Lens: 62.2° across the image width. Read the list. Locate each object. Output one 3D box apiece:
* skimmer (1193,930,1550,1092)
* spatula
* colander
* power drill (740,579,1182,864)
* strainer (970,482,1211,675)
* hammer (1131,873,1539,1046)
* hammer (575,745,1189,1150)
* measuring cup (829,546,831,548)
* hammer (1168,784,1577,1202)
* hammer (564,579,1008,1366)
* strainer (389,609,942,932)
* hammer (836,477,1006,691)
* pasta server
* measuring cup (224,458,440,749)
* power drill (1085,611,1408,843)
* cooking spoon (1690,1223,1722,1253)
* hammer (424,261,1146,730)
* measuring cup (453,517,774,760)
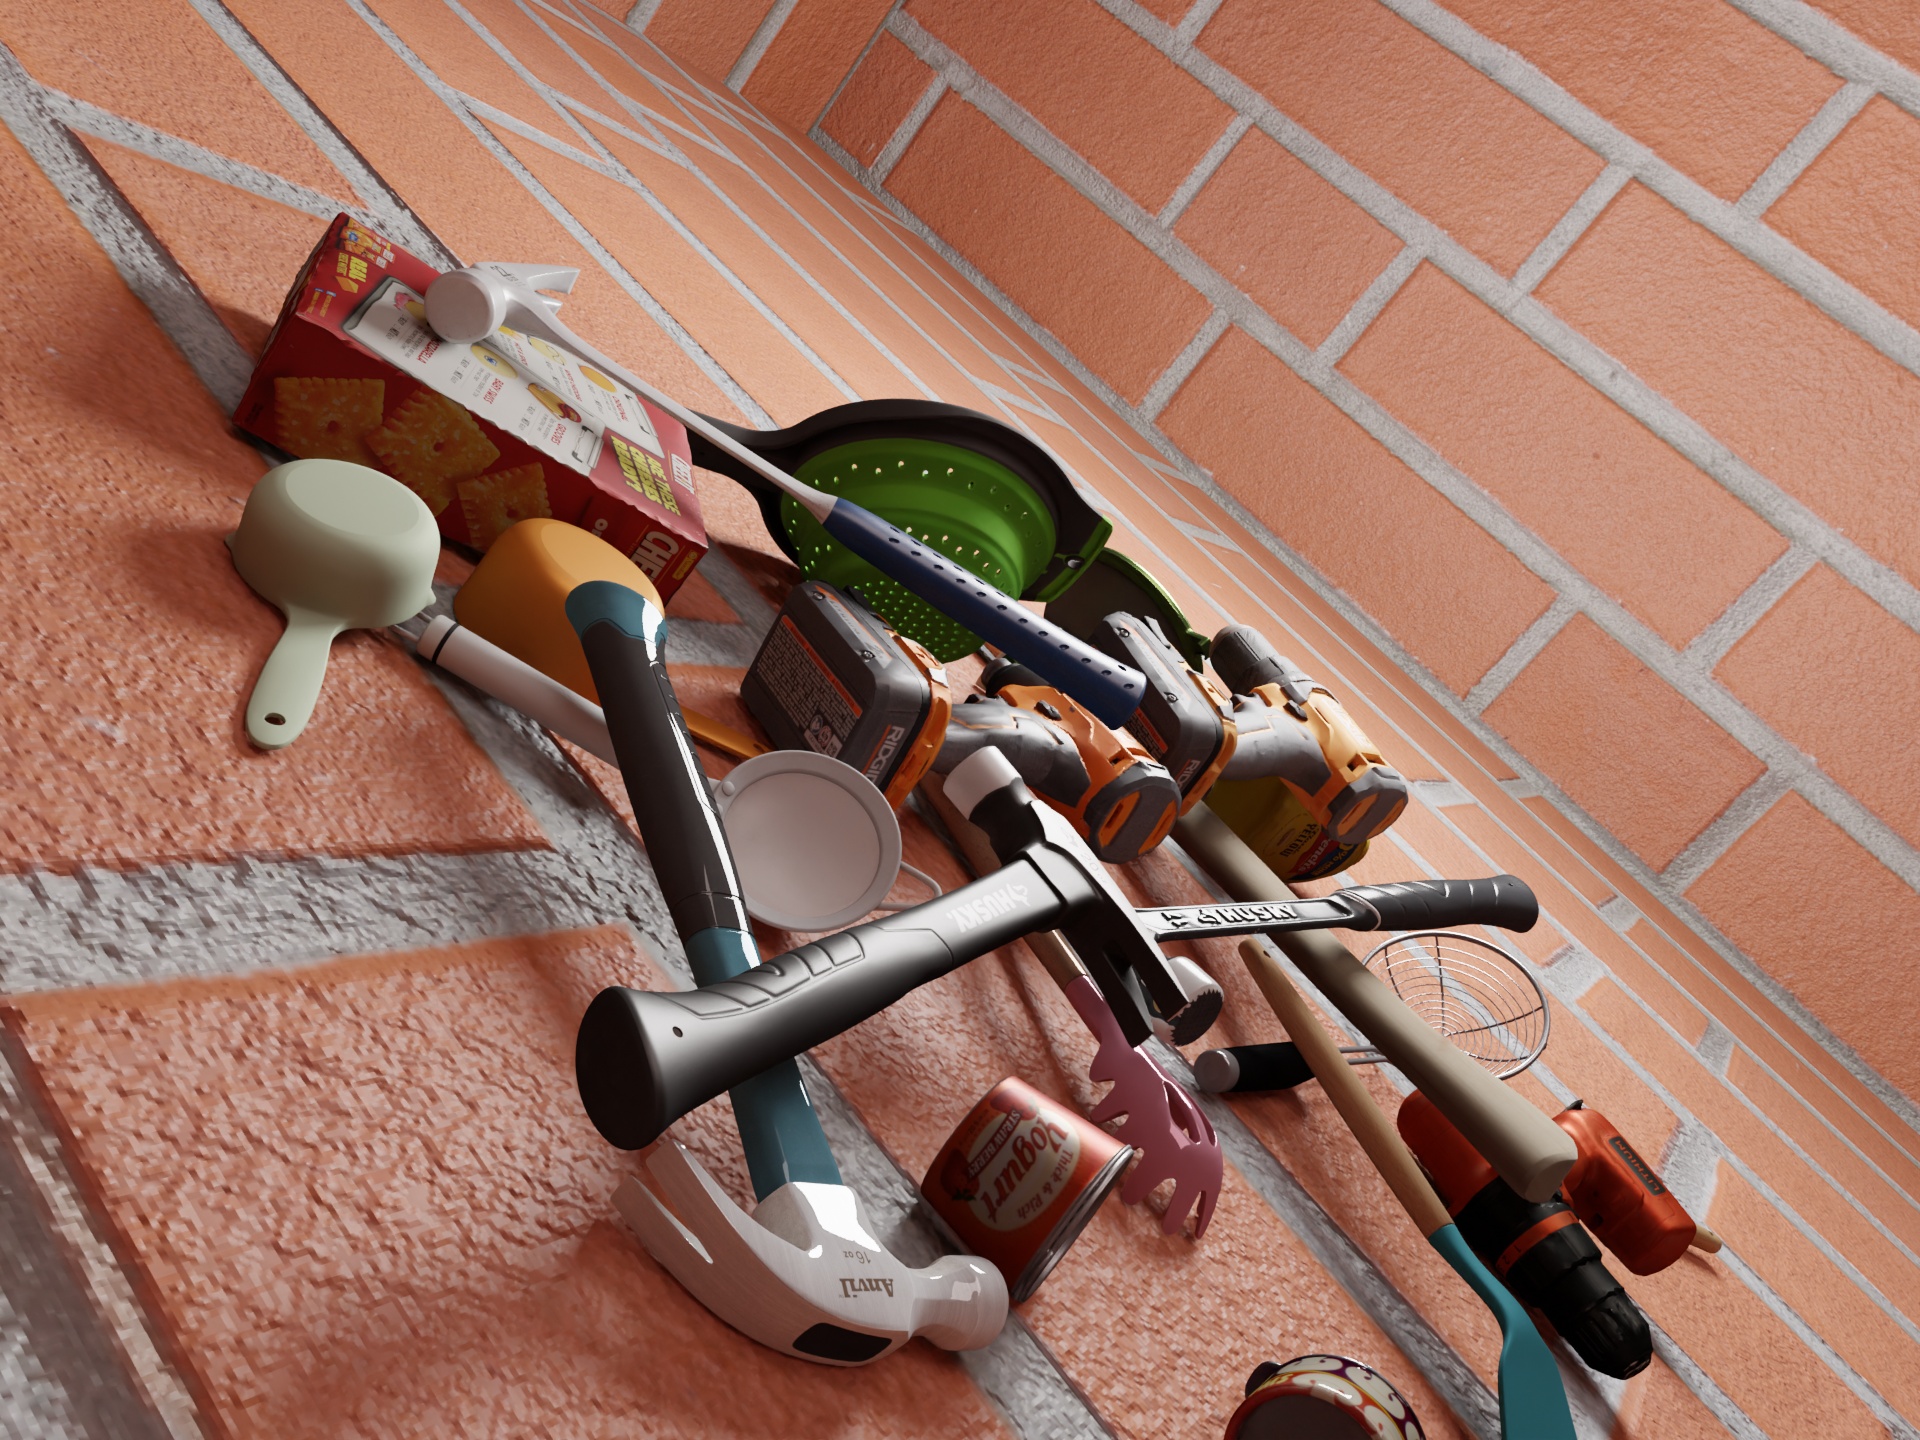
[{"bbox_3d":[0.247,0.175,0.950,0.127,0.090,0.363,35,14,35],"label":"skimmer"},{"bbox_3d":[0.212,0.235,0.780,0.082,0.044,0.318,19,30,-42],"label":"spatula"},{"bbox_3d":[-0.105,-0.122,0.967,0.397,0.204,0.095,17,59,-15],"label":"colander"},{"bbox_3d":[-0.001,-0.003,0.868,0.226,0.084,0.164,15,23,-40],"label":"power drill"},{"bbox_3d":[0.075,-0.094,1.242,0.256,0.069,0.151,46,-23,9],"label":"strainer"},{"bbox_3d":[0.203,0.105,0.886,0.408,0.036,0.149,3,28,-42],"label":"hammer"},{"bbox_3d":[-0.018,0.089,0.579,0.146,0.035,0.334,50,24,13],"label":"hammer"},{"bbox_3d":[-0.094,-0.143,1.167,0.062,0.029,0.157,30,8,-26],"label":"measuring cup"},{"bbox_3d":[0.189,0.123,0.925,0.146,0.038,0.411,9,24,-34],"label":"hammer"},{"bbox_3d":[-0.090,0.071,0.577,0.128,0.033,0.331,20,34,-44],"label":"hammer"},{"bbox_3d":[-0.127,0.020,0.674,0.258,0.050,0.087,31,53,-7],"label":"strainer"},{"bbox_3d":[-0.015,-0.104,1.205,0.331,0.031,0.130,47,19,23],"label":"hammer"},{"bbox_3d":[0.041,0.120,0.791,0.060,0.040,0.317,24,20,-40],"label":"pasta server"},{"bbox_3d":[-0.241,-0.049,0.601,0.083,0.038,0.168,17,29,-20],"label":"measuring cup"},{"bbox_3d":[0.166,-0.008,1.025,0.226,0.084,0.186,9,37,-39],"label":"power drill"},{"bbox_3d":[0.423,0.312,1.087,0.318,0.017,0.069,29,21,-26],"label":"cooking spoon"},{"bbox_3d":[-0.077,-0.118,0.837,0.405,0.035,0.144,32,18,-10],"label":"hammer"},{"bbox_3d":[-0.145,-0.033,0.742,0.173,0.052,0.095,29,20,-24],"label":"measuring cup"}]
